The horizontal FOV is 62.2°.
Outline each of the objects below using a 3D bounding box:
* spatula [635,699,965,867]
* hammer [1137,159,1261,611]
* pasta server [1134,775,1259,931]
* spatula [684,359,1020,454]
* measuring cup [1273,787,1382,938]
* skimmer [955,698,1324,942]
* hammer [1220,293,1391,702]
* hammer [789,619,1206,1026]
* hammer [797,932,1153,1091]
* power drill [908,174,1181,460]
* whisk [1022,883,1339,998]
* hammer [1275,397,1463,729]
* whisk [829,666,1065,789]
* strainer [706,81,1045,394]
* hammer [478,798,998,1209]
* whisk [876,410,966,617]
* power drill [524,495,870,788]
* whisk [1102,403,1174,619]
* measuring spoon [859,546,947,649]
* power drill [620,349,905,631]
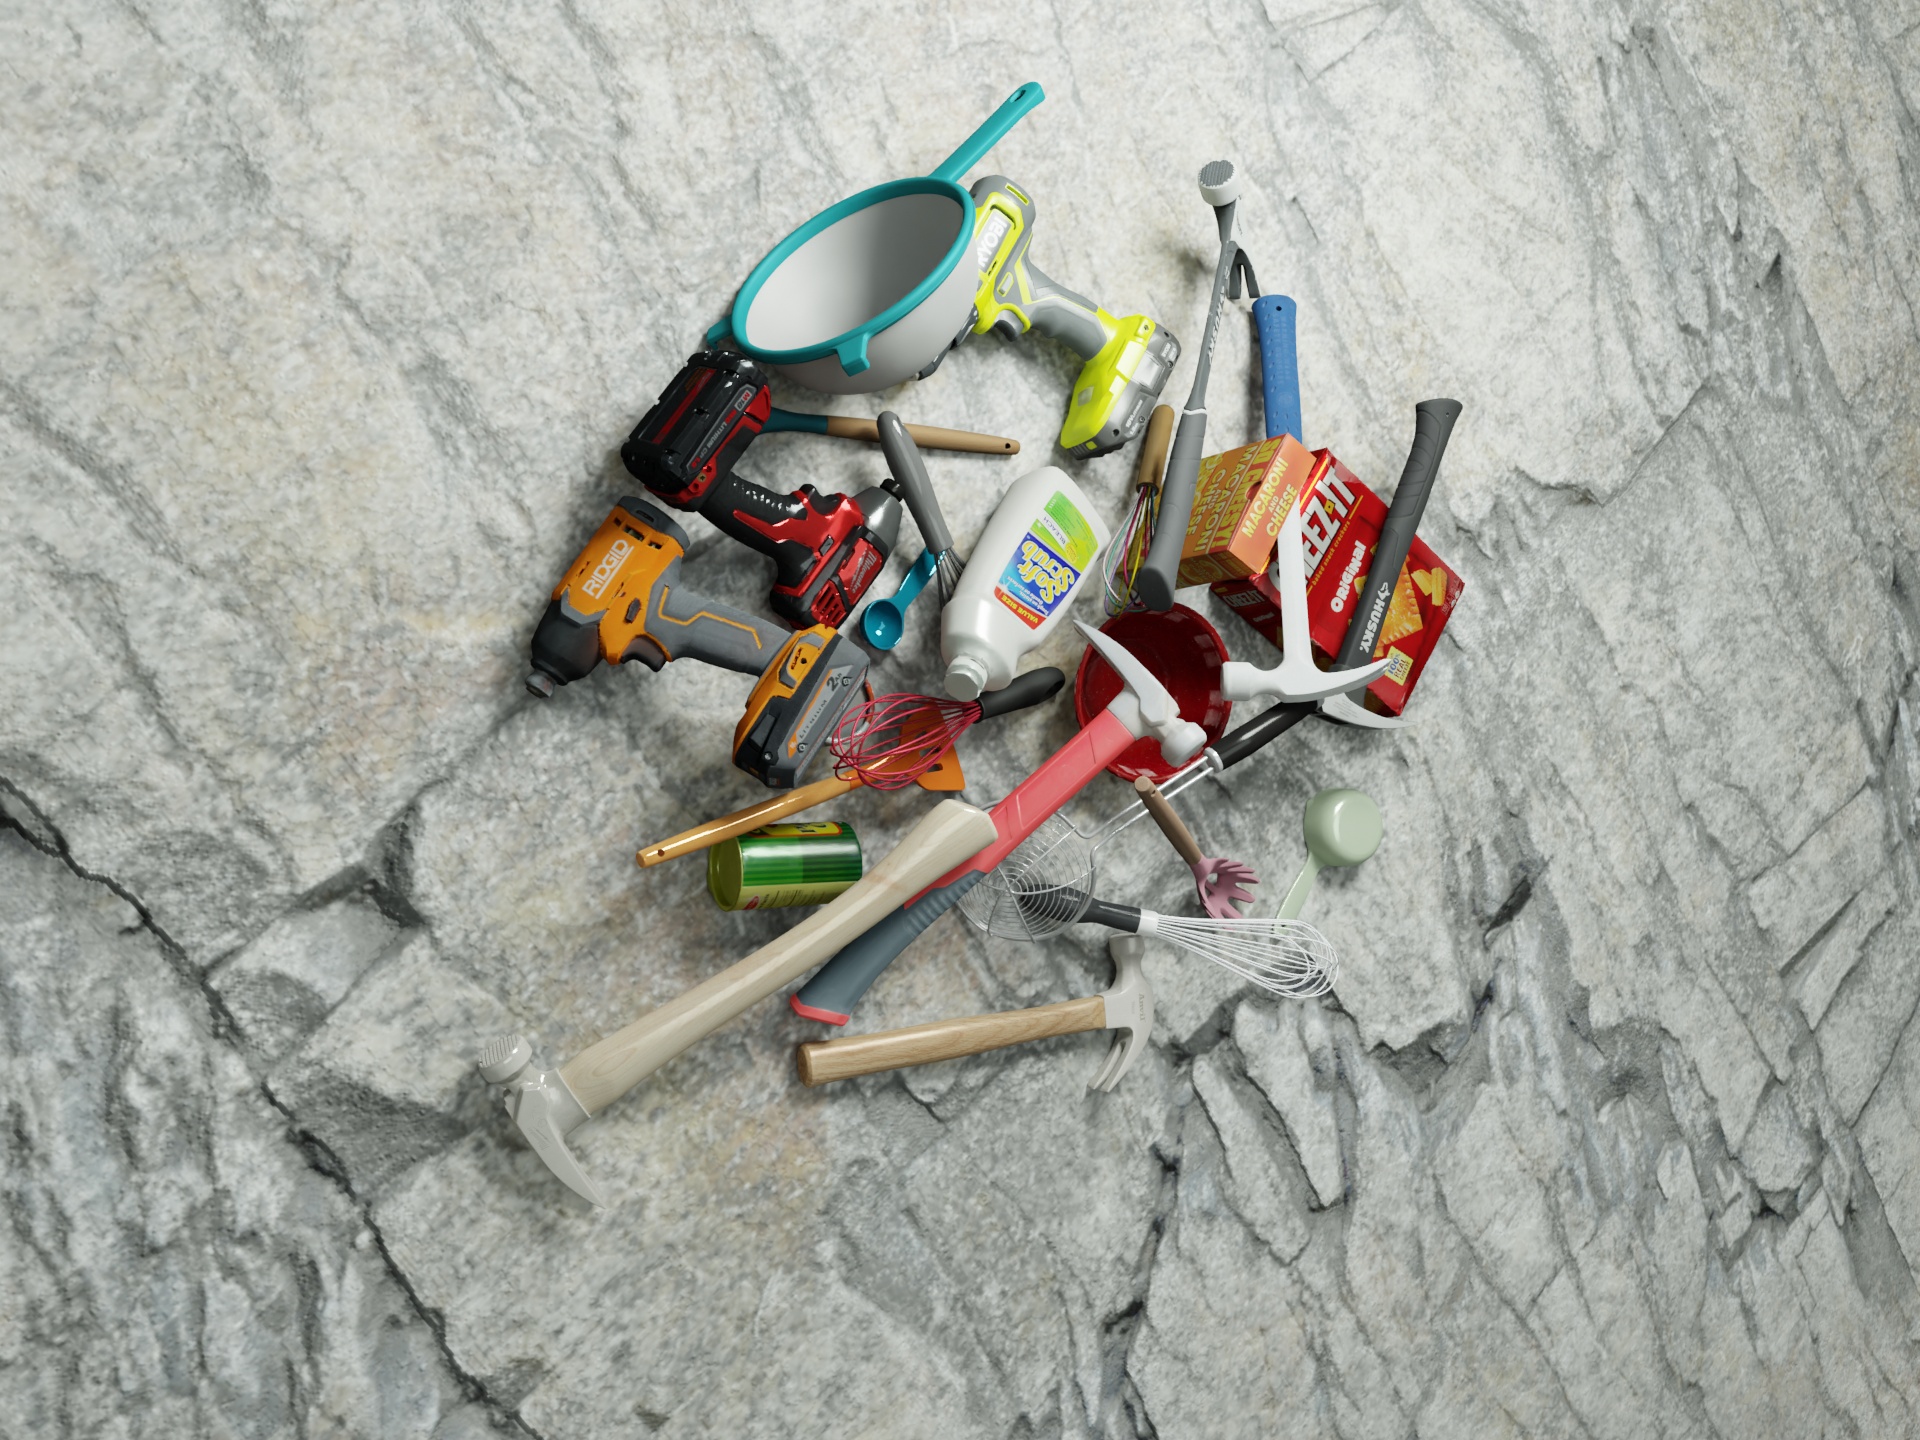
[{"bbox_3d":[-0.113,0.058,1.229,0.322,0.041,0.081,-20,90,-39],"label":"spatula"},{"bbox_3d":[0.205,-0.278,1.373,0.149,0.036,0.409,53,46,-56],"label":"hammer"},{"bbox_3d":[0.197,0.110,1.341,0.060,0.040,0.316,-60,151,-10],"label":"pasta server"},{"bbox_3d":[-0.083,-0.236,1.295,0.317,0.044,0.082,0,101,-29],"label":"spatula"},{"bbox_3d":[0.346,0.137,1.507,0.083,0.038,0.168,42,68,-20],"label":"measuring cup"},{"bbox_3d":[0.155,0.063,1.361,0.363,0.090,0.127,-31,100,-20],"label":"skimmer"},{"bbox_3d":[0.300,-0.206,1.435,0.144,0.035,0.406,0,68,2],"label":"hammer"},{"bbox_3d":[0.006,0.092,1.266,0.386,0.038,0.143,-42,76,-2],"label":"hammer"},{"bbox_3d":[0.021,0.264,1.333,0.331,0.031,0.130,-5,89,-28],"label":"hammer"},{"bbox_3d":[0.060,-0.325,1.359,0.228,0.080,0.191,33,73,-20],"label":"power drill"},{"bbox_3d":[0.192,0.182,1.376,0.284,0.070,0.070,14,80,-4],"label":"whisk"},{"bbox_3d":[0.401,-0.148,1.469,0.146,0.035,0.335,26,78,-21],"label":"hammer"},{"bbox_3d":[-0.002,-0.004,1.278,0.296,0.073,0.073,-21,98,-50],"label":"whisk"},{"bbox_3d":[-0.028,-0.367,1.259,0.340,0.211,0.095,-50,133,-18],"label":"strainer"},{"bbox_3d":[-0.143,0.195,1.192,0.410,0.038,0.146,-33,109,-12],"label":"hammer"},{"bbox_3d":[-0.014,-0.145,1.314,0.055,0.055,0.239,-31,107,-26],"label":"whisk"},{"bbox_3d":[-0.199,-0.043,1.173,0.226,0.084,0.164,32,75,2],"label":"power drill"},{"bbox_3d":[0.162,-0.187,1.385,0.047,0.051,0.245,66,32,-50],"label":"whisk"},{"bbox_3d":[-0.047,-0.110,1.327,0.042,0.021,0.129,51,57,-30],"label":"measuring spoon"},{"bbox_3d":[-0.138,-0.175,1.219,0.219,0.079,0.143,43,78,-37],"label":"power drill"}]
